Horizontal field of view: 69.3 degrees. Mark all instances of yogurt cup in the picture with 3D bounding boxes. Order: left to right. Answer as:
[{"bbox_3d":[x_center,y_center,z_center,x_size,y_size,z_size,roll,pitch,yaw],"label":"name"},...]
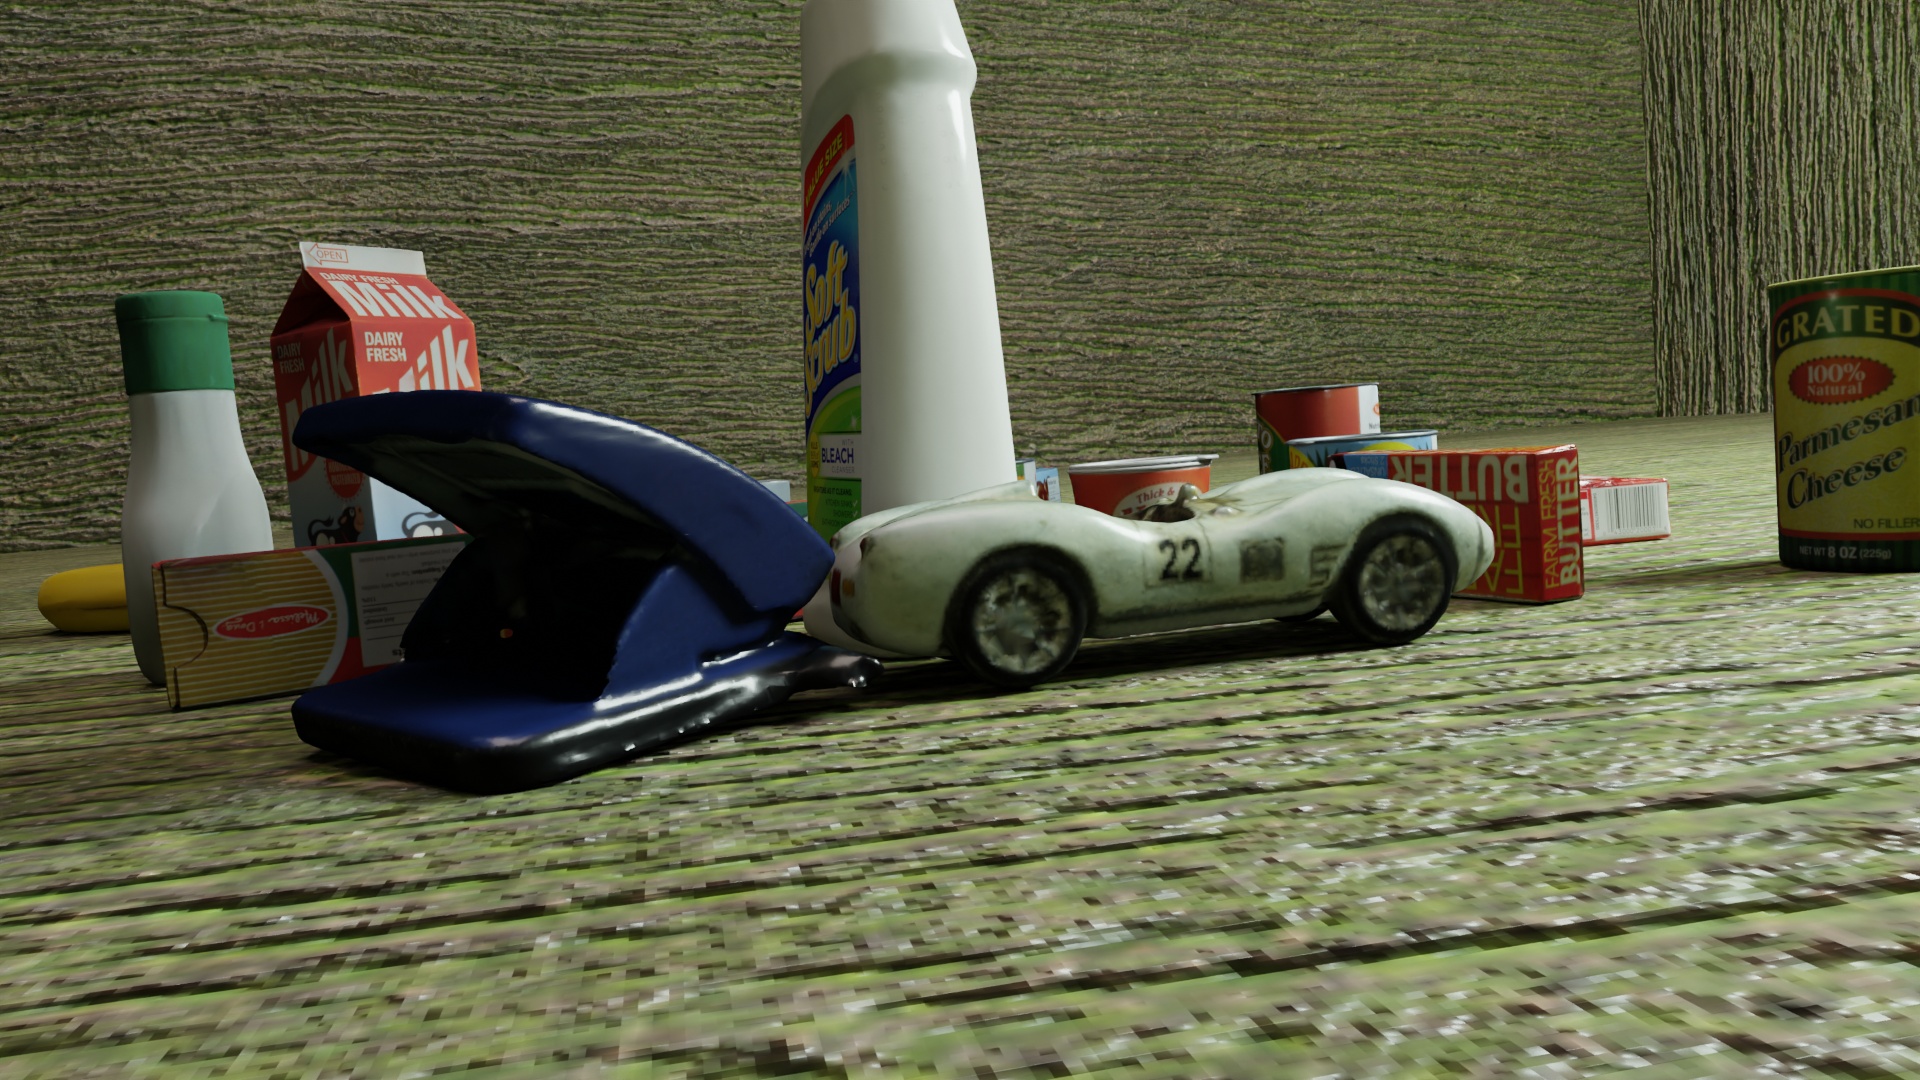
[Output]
[{"bbox_3d":[0.086,-0.012,0.658,0.072,0.054,0.072,-4,4,0],"label":"yogurt cup"}]

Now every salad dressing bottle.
[{"bbox_3d":[-0.297,-0.020,0.536,0.044,0.147,0.064,-4,4,3],"label":"salad dressing bottle"}]

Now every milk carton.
[{"bbox_3d":[-0.295,-0.055,0.712,0.073,0.190,0.072,-2,4,33],"label":"milk carton"}]

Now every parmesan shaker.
[{"bbox_3d":[0.329,-0.043,0.492,0.071,0.103,0.071,-4,4,0],"label":"parmesan shaker"}]

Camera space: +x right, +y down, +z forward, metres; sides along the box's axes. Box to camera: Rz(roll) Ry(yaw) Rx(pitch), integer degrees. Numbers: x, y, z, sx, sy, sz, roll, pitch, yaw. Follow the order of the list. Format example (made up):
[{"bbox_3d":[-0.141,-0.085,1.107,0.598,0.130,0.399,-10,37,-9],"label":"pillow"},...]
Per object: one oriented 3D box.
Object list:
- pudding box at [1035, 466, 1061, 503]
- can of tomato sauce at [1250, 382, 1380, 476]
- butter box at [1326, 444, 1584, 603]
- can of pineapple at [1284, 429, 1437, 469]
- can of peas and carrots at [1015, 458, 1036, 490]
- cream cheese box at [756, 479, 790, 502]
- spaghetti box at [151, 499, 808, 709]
[{"bbox_3d":[0.038,-0.018,0.813,0.030,0.049,0.084,-4,4,14],"label":"pudding box"},{"bbox_3d":[0.195,-0.043,0.761,0.071,0.083,0.071,-4,4,0],"label":"can of tomato sauce"},{"bbox_3d":[0.177,-0.007,0.505,0.024,0.053,0.103,-6,4,-26],"label":"butter box"},{"bbox_3d":[0.183,-0.020,0.635,0.071,0.058,0.071,-4,4,0],"label":"can of pineapple"},{"bbox_3d":[0.002,-0.008,0.664,0.071,0.058,0.071,-4,4,0],"label":"can of peas and carrots"},{"bbox_3d":[-0.153,-0.008,0.856,0.104,0.053,0.024,-7,5,-36],"label":"cream cheese box"},{"bbox_3d":[-0.160,0.019,0.525,0.251,0.050,0.028,-7,4,-31],"label":"spaghetti box"}]
